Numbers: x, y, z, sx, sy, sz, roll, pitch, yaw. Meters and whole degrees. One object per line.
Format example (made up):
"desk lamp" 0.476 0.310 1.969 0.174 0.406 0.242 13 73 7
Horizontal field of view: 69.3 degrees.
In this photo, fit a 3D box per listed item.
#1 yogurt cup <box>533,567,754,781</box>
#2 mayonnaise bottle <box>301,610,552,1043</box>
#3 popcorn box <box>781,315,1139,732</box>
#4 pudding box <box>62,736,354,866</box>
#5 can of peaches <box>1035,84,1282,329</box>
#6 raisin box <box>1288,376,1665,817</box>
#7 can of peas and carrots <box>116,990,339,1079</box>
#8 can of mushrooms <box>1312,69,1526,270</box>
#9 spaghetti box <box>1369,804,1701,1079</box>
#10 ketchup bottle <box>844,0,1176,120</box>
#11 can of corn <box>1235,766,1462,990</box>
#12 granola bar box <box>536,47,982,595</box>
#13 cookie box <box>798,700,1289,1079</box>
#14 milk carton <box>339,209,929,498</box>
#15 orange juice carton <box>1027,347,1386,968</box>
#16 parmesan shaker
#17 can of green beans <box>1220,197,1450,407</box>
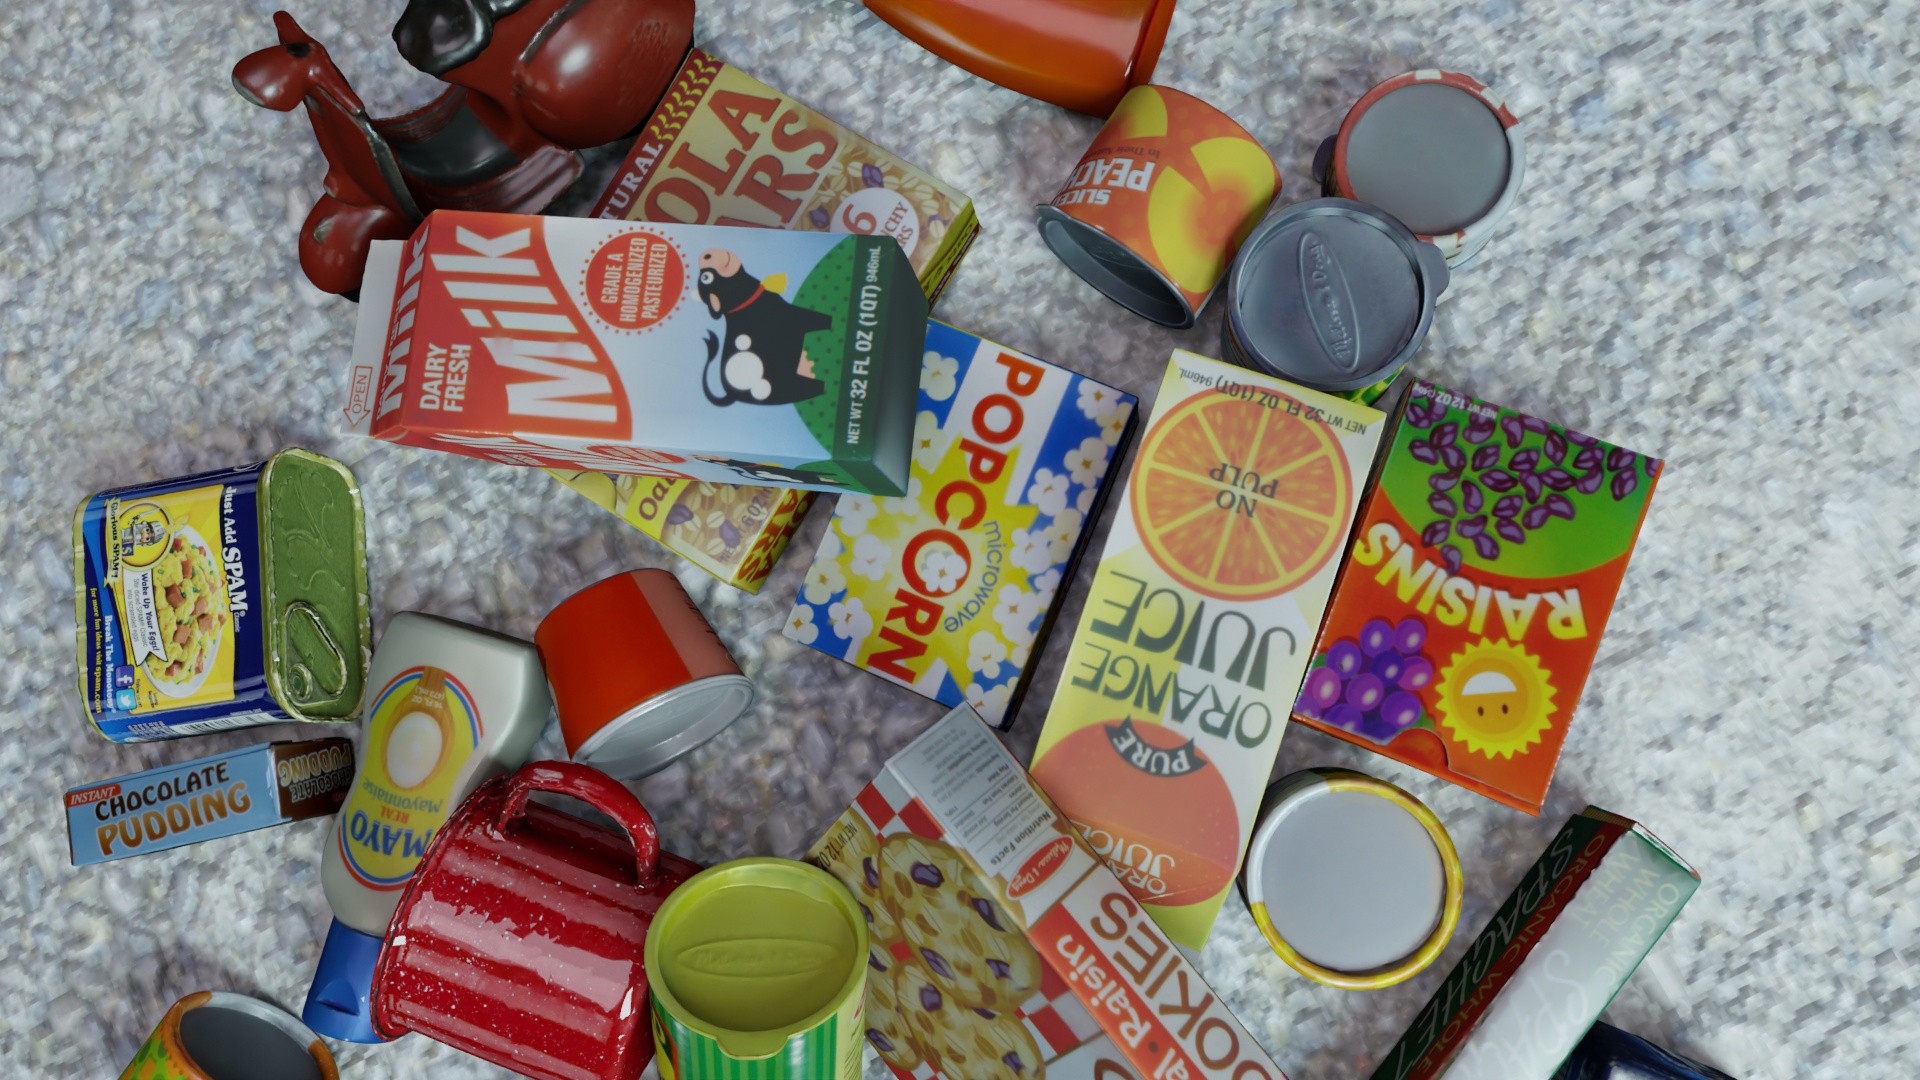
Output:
"yogurt cup" -0.115 0.046 0.491 0.072 0.072 0.054 -32 72 3
"mayonnaise bottle" -0.197 0.103 0.505 0.065 0.041 0.148 15 84 9
"popcorn box" 0.002 -0.006 0.495 0.085 0.038 0.127 22 86 9
"pudding box" -0.275 0.095 0.512 0.084 0.049 0.030 -13 83 6
"can of peaches" 0.068 -0.118 0.486 0.071 0.071 0.058 34 87 10
"raisin box" 0.171 0.018 0.469 0.086 0.040 0.123 21 86 9
"can of peas and carrots" -0.263 0.203 0.485 0.071 0.071 0.059 35 88 11
"can of mushrooms" 0.162 -0.131 0.494 0.071 0.033 0.071 -1 83 7
"spaghetti box" 0.142 0.192 0.443 0.029 0.050 0.250 38 88 9
"ketchup bottle" 0.003 -0.208 0.520 0.149 0.043 0.065 20 85 10
"can of corn" 0.127 0.109 0.452 0.071 0.058 0.071 -1 83 8
"granola bar box" -0.088 -0.082 0.517 0.124 0.039 0.165 31 87 11
"cookie box" 0.019 0.148 0.432 0.040 0.122 0.167 -32 76 -40
"milk carton" -0.112 -0.061 0.458 0.191 0.073 0.072 6 83 8
"orange juice carton" 0.073 0.043 0.461 0.072 0.073 0.192 19 86 9
"parmesan shaker" -0.063 0.161 0.438 0.071 0.072 0.102 12 126 9
"can of green beans" 0.124 -0.076 0.479 0.071 0.058 0.071 -1 82 8
